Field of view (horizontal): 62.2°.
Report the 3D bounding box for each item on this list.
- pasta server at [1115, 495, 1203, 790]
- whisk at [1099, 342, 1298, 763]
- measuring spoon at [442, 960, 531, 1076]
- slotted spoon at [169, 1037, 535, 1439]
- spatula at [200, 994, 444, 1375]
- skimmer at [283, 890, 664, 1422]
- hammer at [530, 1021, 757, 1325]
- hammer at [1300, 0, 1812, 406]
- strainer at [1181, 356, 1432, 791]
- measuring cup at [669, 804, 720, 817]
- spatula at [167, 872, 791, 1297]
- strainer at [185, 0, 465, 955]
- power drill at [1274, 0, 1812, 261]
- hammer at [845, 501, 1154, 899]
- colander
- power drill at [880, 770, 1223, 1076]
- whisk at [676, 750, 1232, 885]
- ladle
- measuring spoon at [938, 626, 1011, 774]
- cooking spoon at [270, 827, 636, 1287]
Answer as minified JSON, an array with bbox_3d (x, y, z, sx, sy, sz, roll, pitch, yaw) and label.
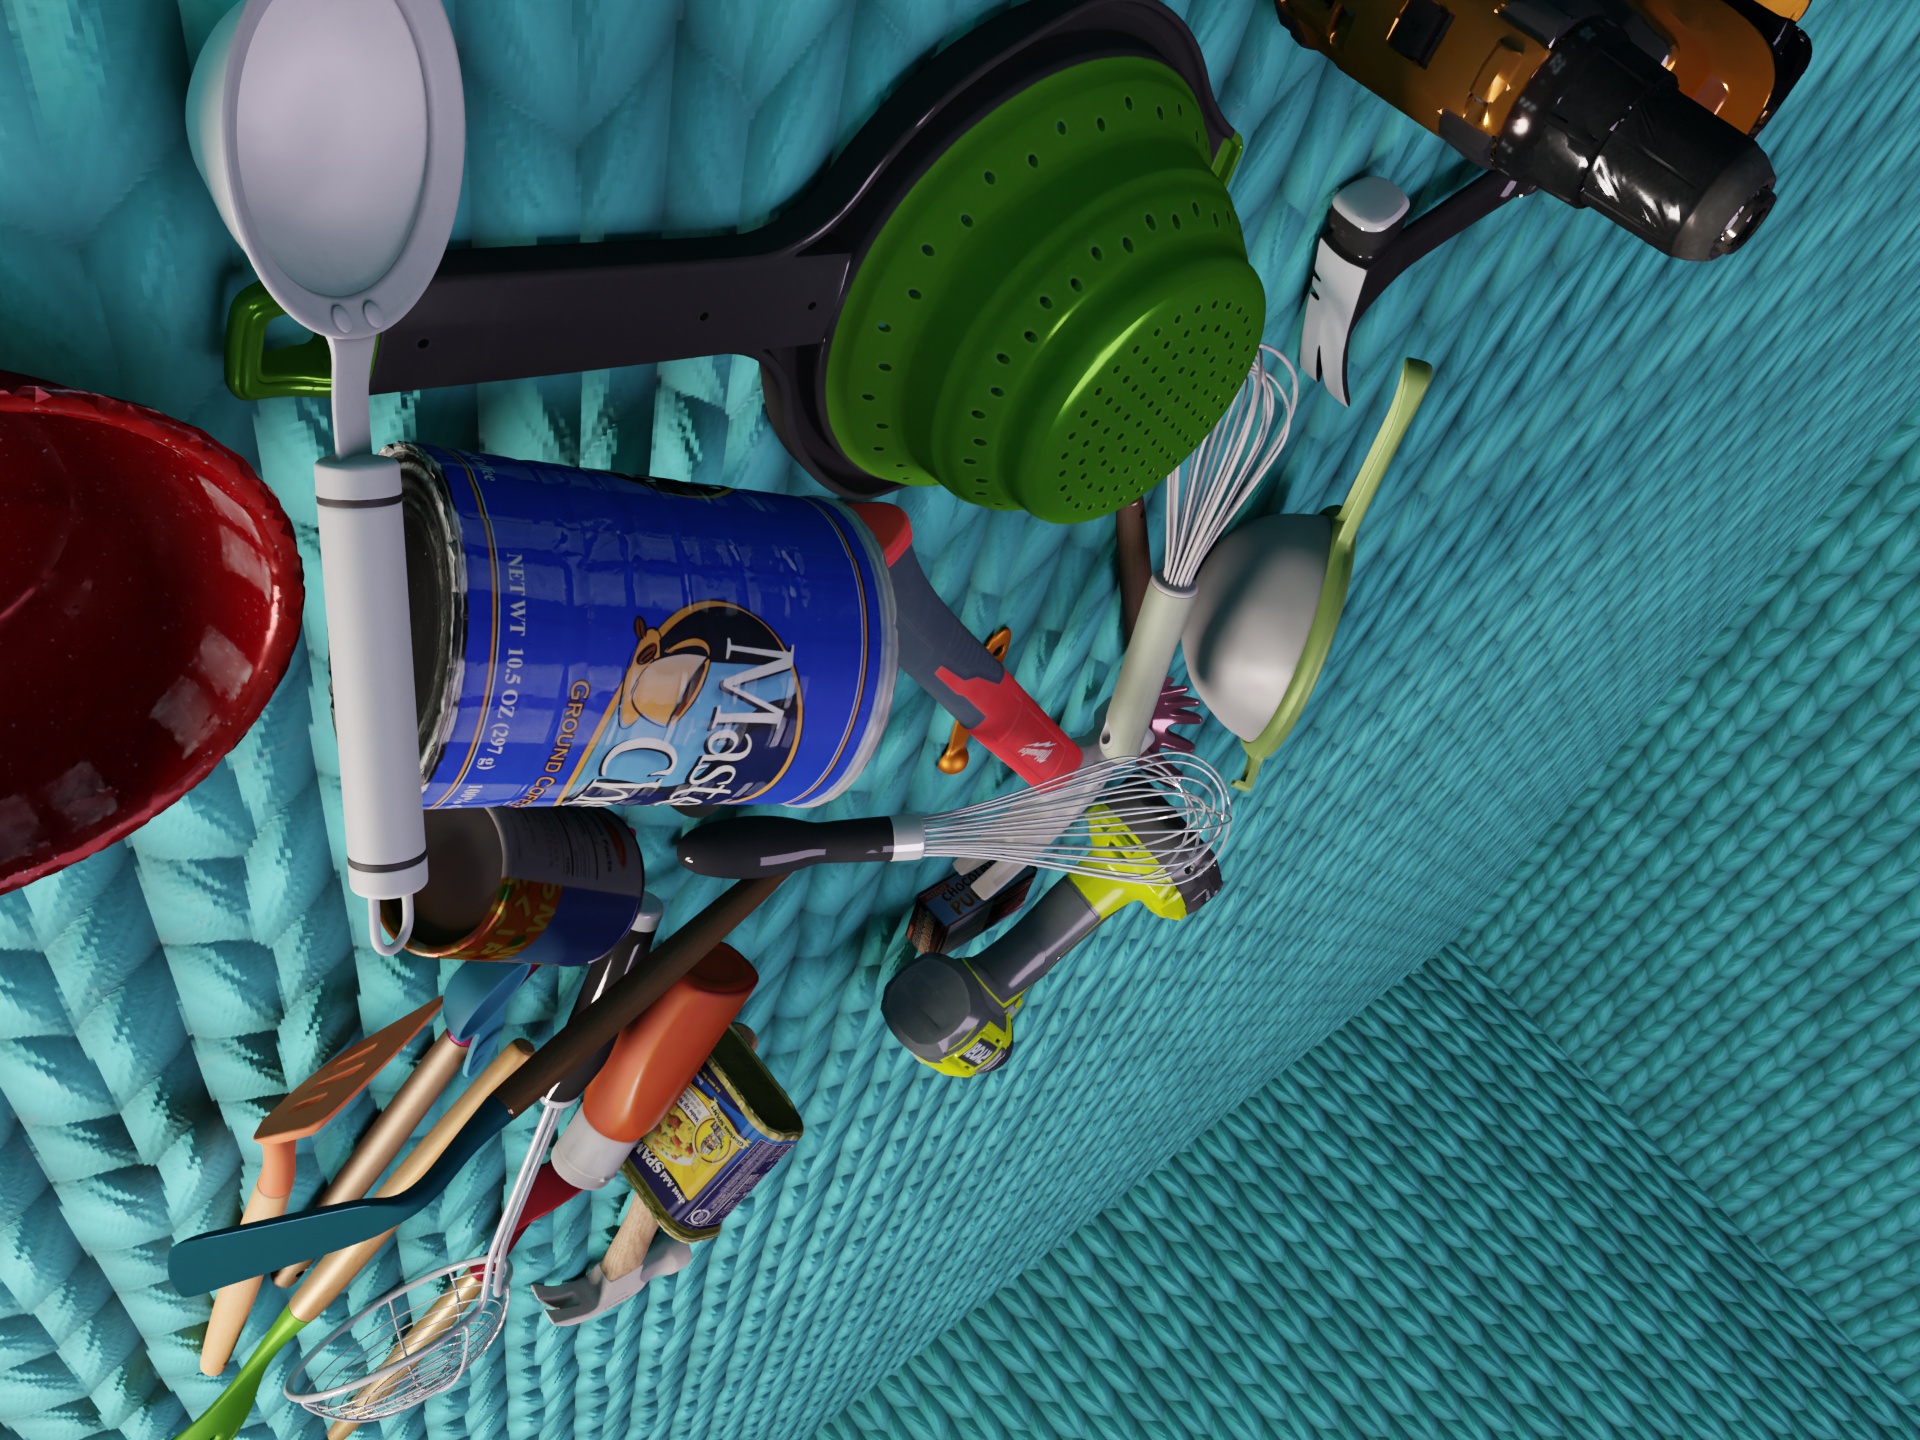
[{"bbox_3d":[0.111,-0.043,0.919,0.316,0.040,0.060,72,40,-64],"label":"pasta server"},{"bbox_3d":[0.110,-0.075,0.794,0.059,0.058,0.246,4,128,-13],"label":"whisk"},{"bbox_3d":[-0.211,0.128,0.685,0.042,0.021,0.128,-48,177,-33],"label":"measuring spoon"},{"bbox_3d":[-0.306,0.270,0.775,0.313,0.031,0.070,-49,173,9],"label":"slotted spoon"},{"bbox_3d":[-0.309,0.229,0.724,0.322,0.041,0.081,-58,177,37],"label":"spatula"},{"bbox_3d":[-0.249,0.222,0.819,0.363,0.090,0.127,-64,169,21],"label":"skimmer"},{"bbox_3d":[-0.199,0.305,1.049,0.130,0.031,0.331,-20,148,-43],"label":"hammer"},{"bbox_3d":[0.305,-0.286,0.799,0.337,0.034,0.127,-36,156,-15],"label":"hammer"},{"bbox_3d":[0.175,-0.094,0.863,0.152,0.069,0.256,-73,180,-45],"label":"strainer"},{"bbox_3d":[-0.129,0.001,0.615,0.083,0.038,0.167,-40,159,-5],"label":"measuring cup"},{"bbox_3d":[-0.188,0.144,0.696,0.317,0.044,0.082,-40,168,-36],"label":"spatula"},{"bbox_3d":[-0.142,-0.063,0.366,0.087,0.050,0.258,-48,142,-68],"label":"strainer"},{"bbox_3d":[0.243,-0.239,0.596,0.226,0.185,0.084,-22,148,-46],"label":"power drill"},{"bbox_3d":[-0.001,-0.003,0.790,0.143,0.038,0.386,-45,155,2],"label":"hammer"},{"bbox_3d":[-0.018,-0.117,0.505,0.397,0.095,0.204,-20,149,-42],"label":"colander"},{"bbox_3d":[0.062,0.150,1.054,0.228,0.080,0.190,-40,157,-3],"label":"power drill"},{"bbox_3d":[0.004,0.057,0.784,0.284,0.070,0.070,-3,144,-16],"label":"whisk"},{"bbox_3d":[-0.303,0.350,0.968,0.315,0.031,0.069,-48,176,20],"label":"ladle"},{"bbox_3d":[0.010,-0.008,0.851,0.021,0.011,0.116,-25,152,-34],"label":"measuring spoon"},{"bbox_3d":[-0.244,0.163,0.740,0.319,0.017,0.068,-50,160,20],"label":"cooking spoon"}]
